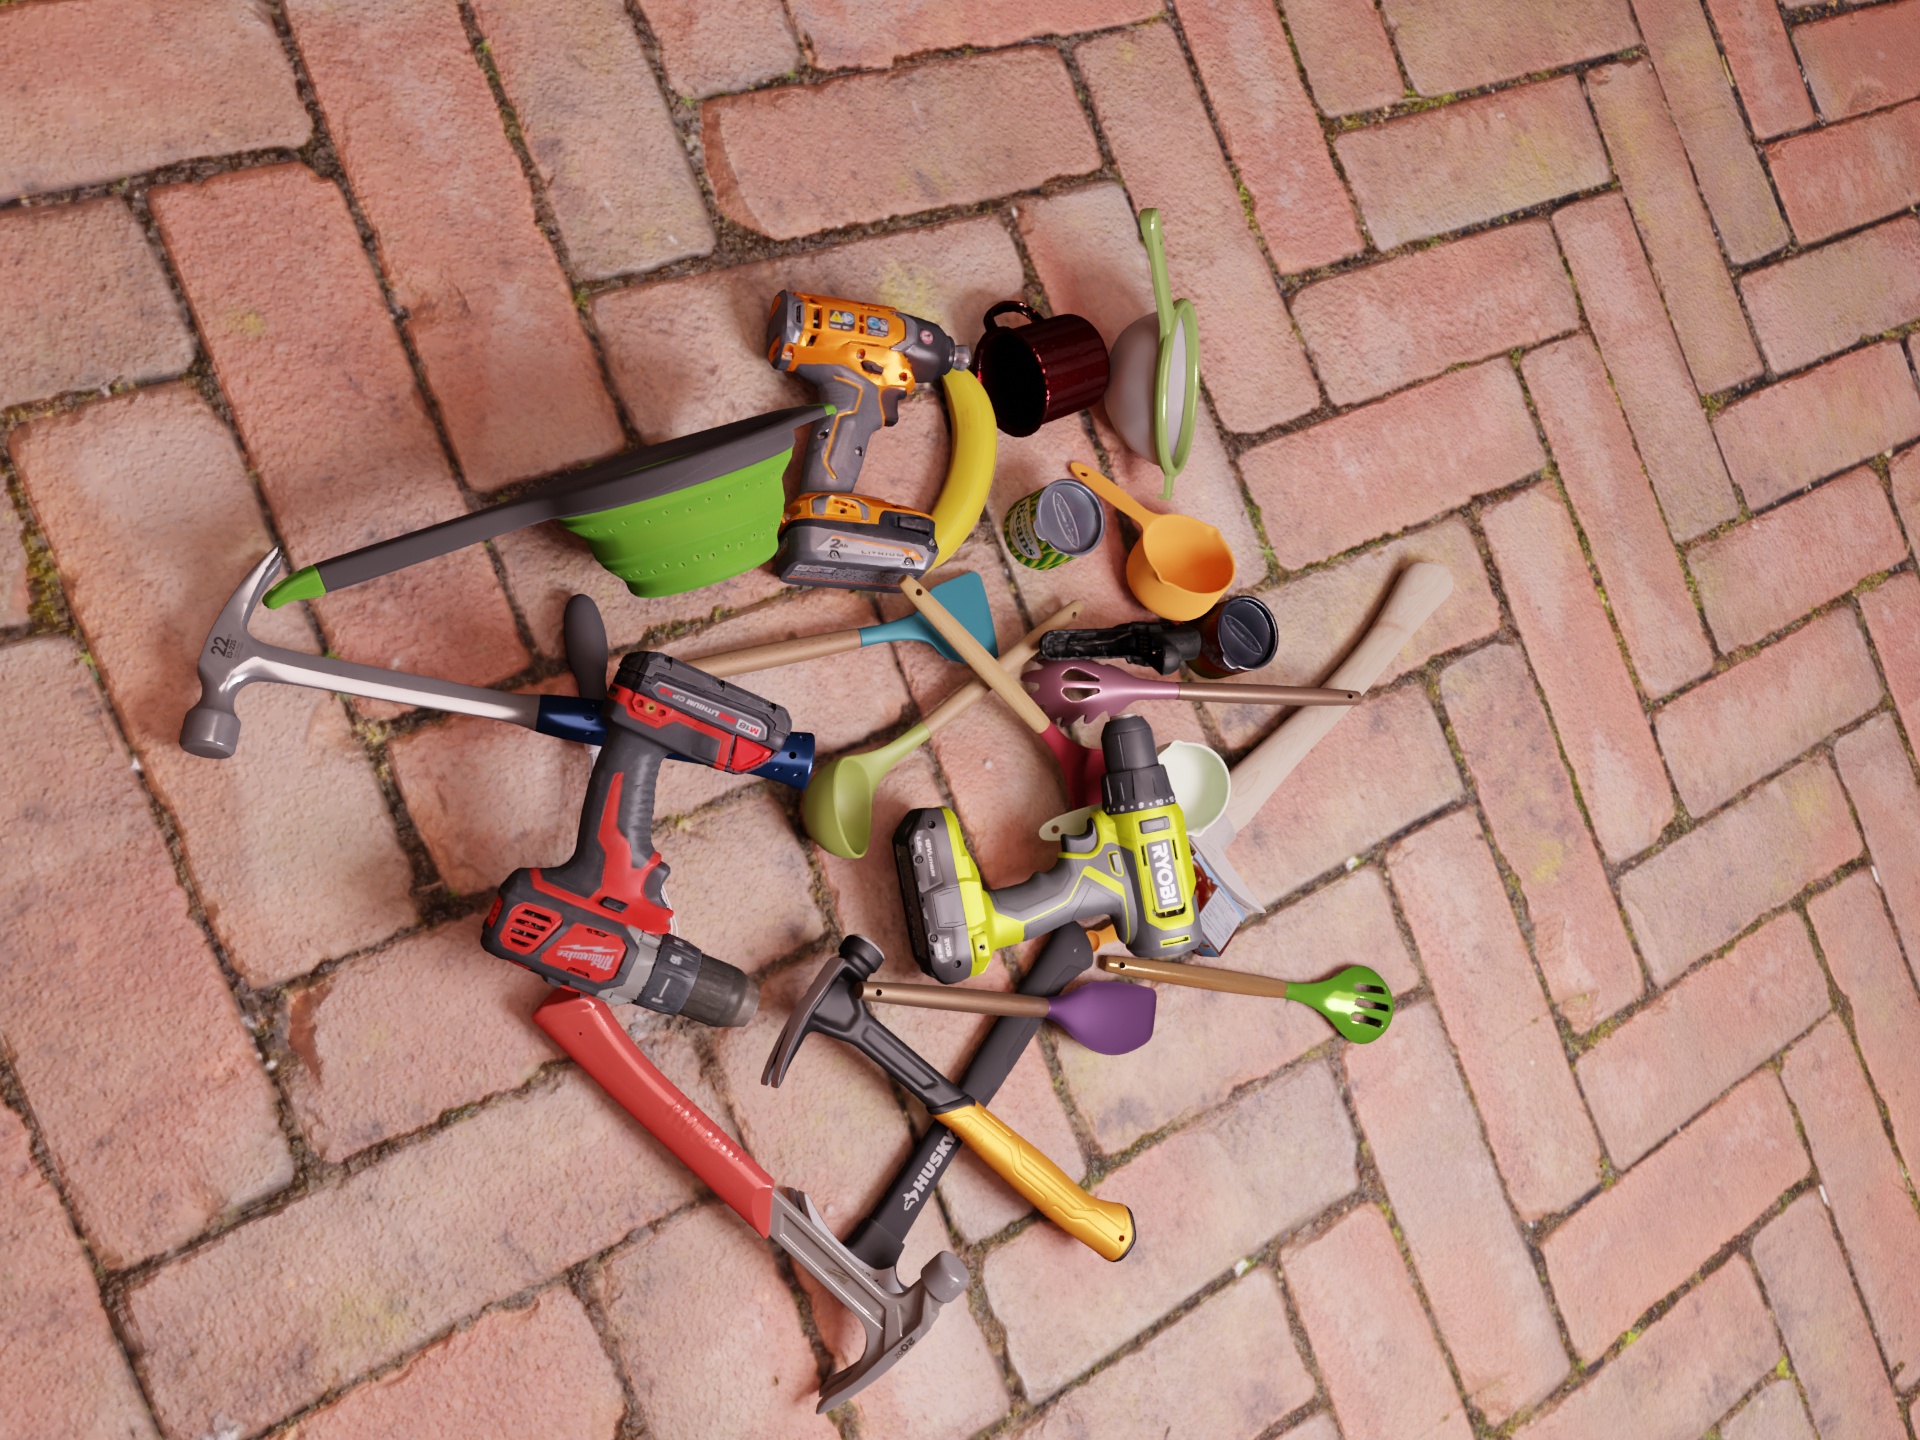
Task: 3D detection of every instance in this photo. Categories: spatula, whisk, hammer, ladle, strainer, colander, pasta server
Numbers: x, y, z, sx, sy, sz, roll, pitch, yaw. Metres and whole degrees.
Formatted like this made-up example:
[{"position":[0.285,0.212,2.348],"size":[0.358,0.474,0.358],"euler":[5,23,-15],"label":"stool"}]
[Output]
[{"position":[0.045,0.222,1.225],"size":[0.315,0.018,0.060],"euler":[15,80,-40],"label":"spatula"},{"position":[-0.107,-0.056,1.241],"size":[0.317,0.044,0.082],"euler":[-12,90,-24],"label":"spatula"},{"position":[-0.251,0.047,1.134],"size":[0.070,0.070,0.285],"euler":[-5,80,-28],"label":"whisk"},{"position":[0.337,-0.004,1.453],"size":[0.411,0.038,0.146],"euler":[-43,104,-26],"label":"hammer"},{"position":[-0.002,-0.004,1.261],"size":[0.320,0.062,0.078],"euler":[-39,129,-27],"label":"ladle"},{"position":[0.051,-0.010,1.272],"size":[0.315,0.031,0.069],"euler":[45,69,-31],"label":"ladle"},{"position":[0.006,0.310,1.195],"size":[0.336,0.034,0.127],"euler":[42,65,-17],"label":"hammer"},{"position":[-0.168,0.326,1.123],"size":[0.149,0.037,0.359],"euler":[-44,97,8],"label":"hammer"},{"position":[-0.299,-0.013,1.087],"size":[0.405,0.035,0.144],"euler":[11,70,-17],"label":"hammer"},{"position":[0.149,-0.317,1.328],"size":[0.256,0.069,0.152],"euler":[70,31,-51],"label":"strainer"},{"position":[0.003,0.291,1.235],"size":[0.146,0.035,0.335],"euler":[43,66,-16],"label":"hammer"},{"position":[-0.261,-0.115,1.086],"size":[0.397,0.205,0.094],"euler":[-24,108,-24],"label":"colander"},{"position":[0.205,-0.024,1.367],"size":[0.316,0.040,0.060],"euler":[2,81,-21],"label":"pasta server"}]

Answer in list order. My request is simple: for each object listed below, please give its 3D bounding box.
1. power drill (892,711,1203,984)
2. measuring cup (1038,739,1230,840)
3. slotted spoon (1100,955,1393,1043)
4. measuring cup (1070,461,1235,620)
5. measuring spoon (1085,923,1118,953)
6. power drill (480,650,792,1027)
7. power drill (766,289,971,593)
[{"position":[0.069,0.103,1.240],"size":[0.228,0.080,0.190],"euler":[-10,89,-13],"label":"power drill"},{"position":[0.139,0.067,1.310],"size":[0.167,0.038,0.083],"euler":[-17,98,-10],"label":"measuring cup"},{"position":[0.258,0.233,1.382],"size":[0.313,0.031,0.070],"euler":[12,77,-24],"label":"slotted spoon"},{"position":[0.155,-0.156,1.381],"size":[0.174,0.052,0.095],"euler":[40,52,9],"label":"measuring cup"},{"position":[0.145,0.171,1.343],"size":[0.117,0.011,0.021],"euler":[-17,94,-32],"label":"measuring spoon"},{"position":[-0.189,0.084,1.057],"size":[0.187,0.080,0.227],"euler":[25,85,-18],"label":"power drill"},{"position":[-0.069,-0.219,1.246],"size":[0.164,0.084,0.226],"euler":[3,77,-20],"label":"power drill"}]
